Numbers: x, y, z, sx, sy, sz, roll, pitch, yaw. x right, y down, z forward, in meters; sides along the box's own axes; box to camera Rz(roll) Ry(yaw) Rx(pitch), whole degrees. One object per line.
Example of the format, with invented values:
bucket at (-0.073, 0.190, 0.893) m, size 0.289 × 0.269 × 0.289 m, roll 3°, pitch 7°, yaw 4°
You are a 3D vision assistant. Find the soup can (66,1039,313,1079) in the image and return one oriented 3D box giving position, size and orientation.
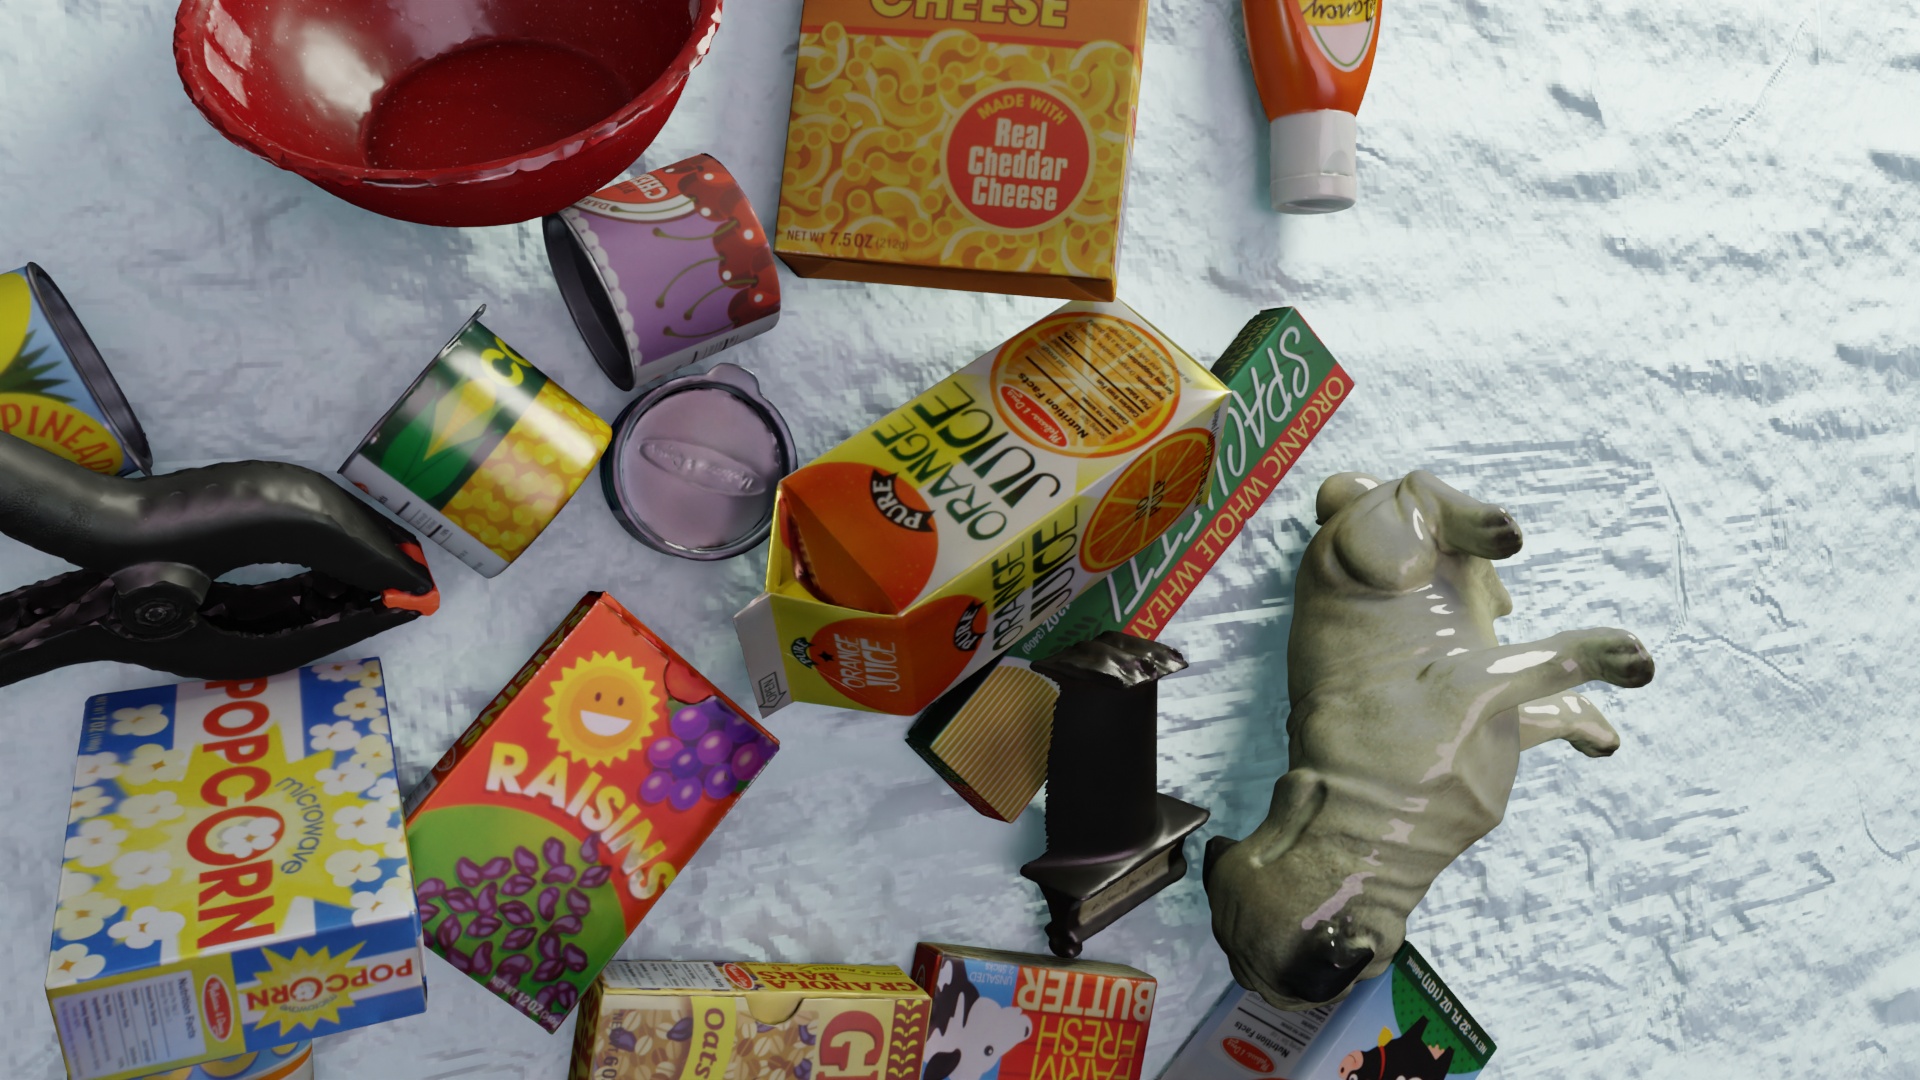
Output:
soup can at (-0.230, 0.155, 0.420) m, size 0.071 × 0.071 × 0.083 m, roll -3°, pitch 92°, yaw -24°

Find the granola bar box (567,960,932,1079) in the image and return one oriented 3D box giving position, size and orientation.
granola bar box at (-0.084, 0.241, 0.502) m, size 0.124 × 0.039 × 0.165 m, roll 9°, pitch 87°, yaw -24°

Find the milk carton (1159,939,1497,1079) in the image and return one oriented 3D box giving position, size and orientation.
milk carton at (0.126, 0.251, 0.576) m, size 0.191 × 0.073 × 0.072 m, roll -45°, pitch 107°, yaw -17°

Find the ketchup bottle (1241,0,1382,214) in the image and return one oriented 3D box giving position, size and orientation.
ketchup bottle at (0.153, -0.219, 0.603) m, size 0.065 × 0.043 × 0.148 m, roll -1°, pitch 91°, yaw -24°

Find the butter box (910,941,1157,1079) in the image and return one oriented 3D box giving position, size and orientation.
butter box at (0.028, 0.195, 0.559) m, size 0.103 × 0.024 × 0.053 m, roll 14°, pitch 84°, yaw -23°

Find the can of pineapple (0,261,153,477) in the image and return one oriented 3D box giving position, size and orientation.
can of pineapple at (-0.278, -0.038, 0.400) m, size 0.058 × 0.071 × 0.071 m, roll -29°, pitch 102°, yaw -20°

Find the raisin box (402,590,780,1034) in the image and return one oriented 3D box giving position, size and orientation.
raisin box at (-0.135, 0.090, 0.479) m, size 0.086 × 0.040 × 0.124 m, roll 43°, pitch 73°, yaw -17°

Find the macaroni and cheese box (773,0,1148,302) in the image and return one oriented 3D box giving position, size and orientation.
macaroni and cheese box at (0.004, -0.177, 0.509) m, size 0.124 × 0.040 × 0.166 m, roll 6°, pitch 87°, yaw 7°

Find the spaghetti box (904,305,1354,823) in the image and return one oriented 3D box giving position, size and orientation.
spaghetti box at (0.076, 0.004, 0.578) m, size 0.050 × 0.028 × 0.251 m, roll 46°, pitch 73°, yaw -18°

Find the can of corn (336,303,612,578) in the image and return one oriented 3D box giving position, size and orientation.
can of corn at (-0.156, -0.032, 0.454) m, size 0.058 × 0.071 × 0.071 m, roll 41°, pitch 75°, yaw -20°

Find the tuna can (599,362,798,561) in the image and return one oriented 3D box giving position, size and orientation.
tuna can at (-0.094, -0.028, 0.500) m, size 0.071 × 0.033 × 0.071 m, roll 0°, pitch 90°, yaw -24°

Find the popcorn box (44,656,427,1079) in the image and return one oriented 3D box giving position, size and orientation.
popcorn box at (-0.206, 0.087, 0.401) m, size 0.085 × 0.127 × 0.038 m, roll -6°, pitch 122°, yaw -24°

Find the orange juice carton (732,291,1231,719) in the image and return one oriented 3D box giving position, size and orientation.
orange juice carton at (0.002, -0.006, 0.507) m, size 0.193 × 0.071 × 0.073 m, roll -34°, pitch 62°, yaw -20°

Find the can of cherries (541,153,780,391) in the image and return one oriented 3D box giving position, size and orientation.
can of cherries at (-0.103, -0.095, 0.477) m, size 0.058 × 0.071 × 0.071 m, roll -27°, pitch 101°, yaw -21°
